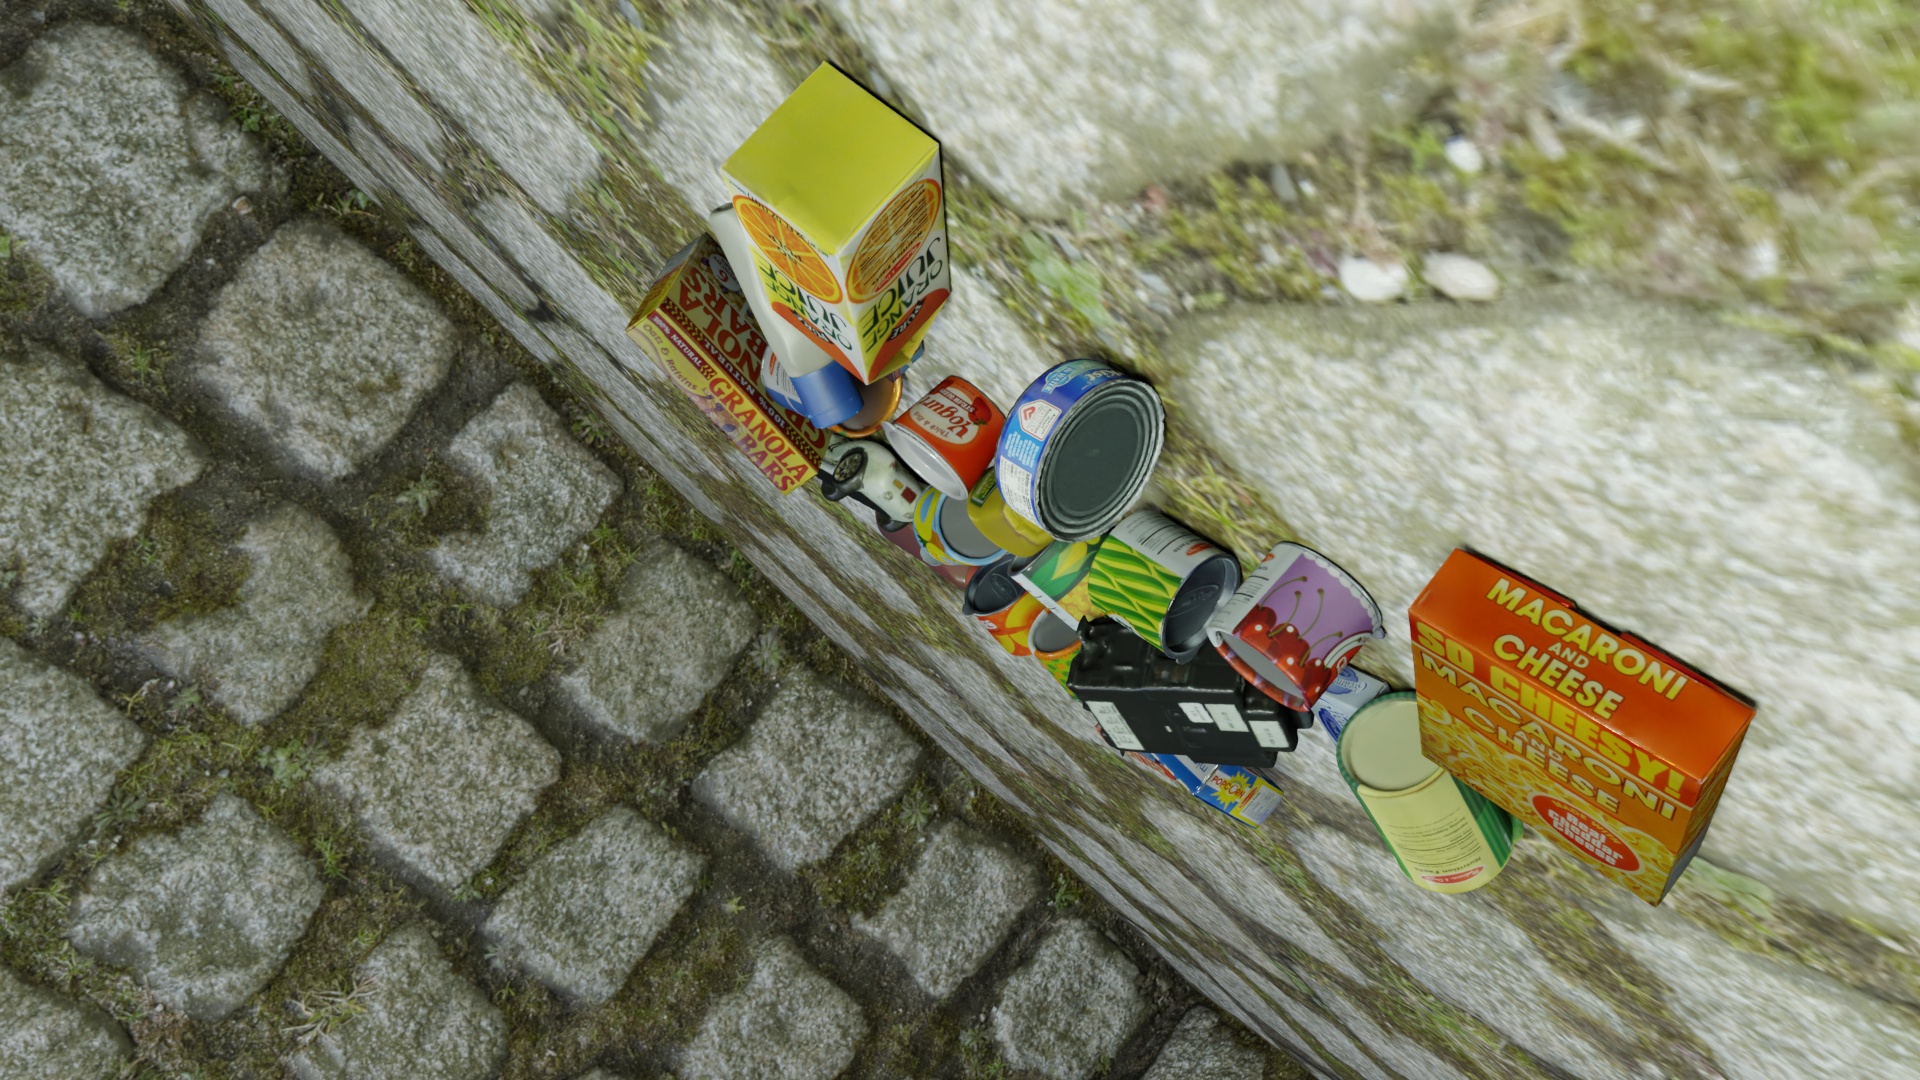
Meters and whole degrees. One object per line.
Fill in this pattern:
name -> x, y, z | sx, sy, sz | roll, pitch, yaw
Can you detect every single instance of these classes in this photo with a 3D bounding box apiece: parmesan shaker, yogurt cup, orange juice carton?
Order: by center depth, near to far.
orange juice carton -> -0.055, -0.145, 0.706 | 0.072, 0.073, 0.192 | 39, 169, 12
parmesan shaker -> 0.252, 0.134, 0.745 | 0.071, 0.071, 0.102 | 28, 161, 51
yogurt cup -> -0.006, -0.067, 0.879 | 0.072, 0.054, 0.072 | 40, 168, 10

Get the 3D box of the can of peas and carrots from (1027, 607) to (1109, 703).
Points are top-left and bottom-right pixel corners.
can of peas and carrots -> 0.096, 0.081, 1.065 | 0.058, 0.071, 0.071 | 49, 166, -29

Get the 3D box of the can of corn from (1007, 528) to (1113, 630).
can of corn -> 0.075, 0.014, 0.883 | 0.058, 0.071, 0.071 | 40, 169, -10

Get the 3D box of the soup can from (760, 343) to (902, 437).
soup can -> -0.087, -0.112, 0.959 | 0.084, 0.071, 0.071 | 28, 162, 49

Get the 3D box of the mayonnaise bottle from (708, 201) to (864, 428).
mayonnaise bottle -> -0.106, -0.142, 0.866 | 0.147, 0.041, 0.065 | 65, 168, -21

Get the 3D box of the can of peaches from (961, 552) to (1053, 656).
can of peaches -> 0.044, 0.052, 1.112 | 0.058, 0.071, 0.071 | 49, 167, -34

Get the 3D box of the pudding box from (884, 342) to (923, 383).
pudding box -> -0.052, -0.135, 0.840 | 0.050, 0.030, 0.083 | 41, 168, 12

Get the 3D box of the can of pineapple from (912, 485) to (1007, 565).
can of pineapple -> 0.004, -0.013, 1.011 | 0.071, 0.071, 0.058 | 44, 168, -12

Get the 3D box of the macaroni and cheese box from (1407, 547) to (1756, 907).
macaroni and cheese box -> 0.256, 0.082, 0.592 | 0.124, 0.040, 0.166 | 35, 167, 33

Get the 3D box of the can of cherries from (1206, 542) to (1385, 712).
can of cherries -> 0.169, 0.045, 0.700 | 0.071, 0.058, 0.071 | 40, 168, 10

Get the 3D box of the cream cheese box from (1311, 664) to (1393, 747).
cream cheese box -> 0.234, 0.107, 0.801 | 0.053, 0.024, 0.103 | 27, 161, 49

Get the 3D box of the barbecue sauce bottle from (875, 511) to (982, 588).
barbecue sauce bottle -> -0.008, 0.009, 1.198 | 0.149, 0.044, 0.064 | 33, 165, 35

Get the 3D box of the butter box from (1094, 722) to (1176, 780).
butter box -> 0.161, 0.160, 1.165 | 0.024, 0.053, 0.103 | 50, 166, -26

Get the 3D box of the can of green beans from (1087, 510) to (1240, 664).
can of green beans -> 0.114, 0.024, 0.783 | 0.058, 0.071, 0.071 | 33, 166, 37

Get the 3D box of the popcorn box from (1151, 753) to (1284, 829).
popcorn box -> 0.174, 0.156, 1.048 | 0.085, 0.038, 0.127 | 32, -173, -38

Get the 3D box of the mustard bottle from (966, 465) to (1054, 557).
mustard bottle -> 0.033, -0.025, 0.886 | 0.049, 0.065, 0.160 | 44, 173, -9

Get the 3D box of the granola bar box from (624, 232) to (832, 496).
granola bar box -> -0.158, -0.131, 1.018 | 0.165, 0.039, 0.125 | 47, -151, -24

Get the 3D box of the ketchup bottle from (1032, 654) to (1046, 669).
ketchup bottle -> 0.101, 0.103, 1.181 | 0.149, 0.043, 0.064 | 32, 163, 42
